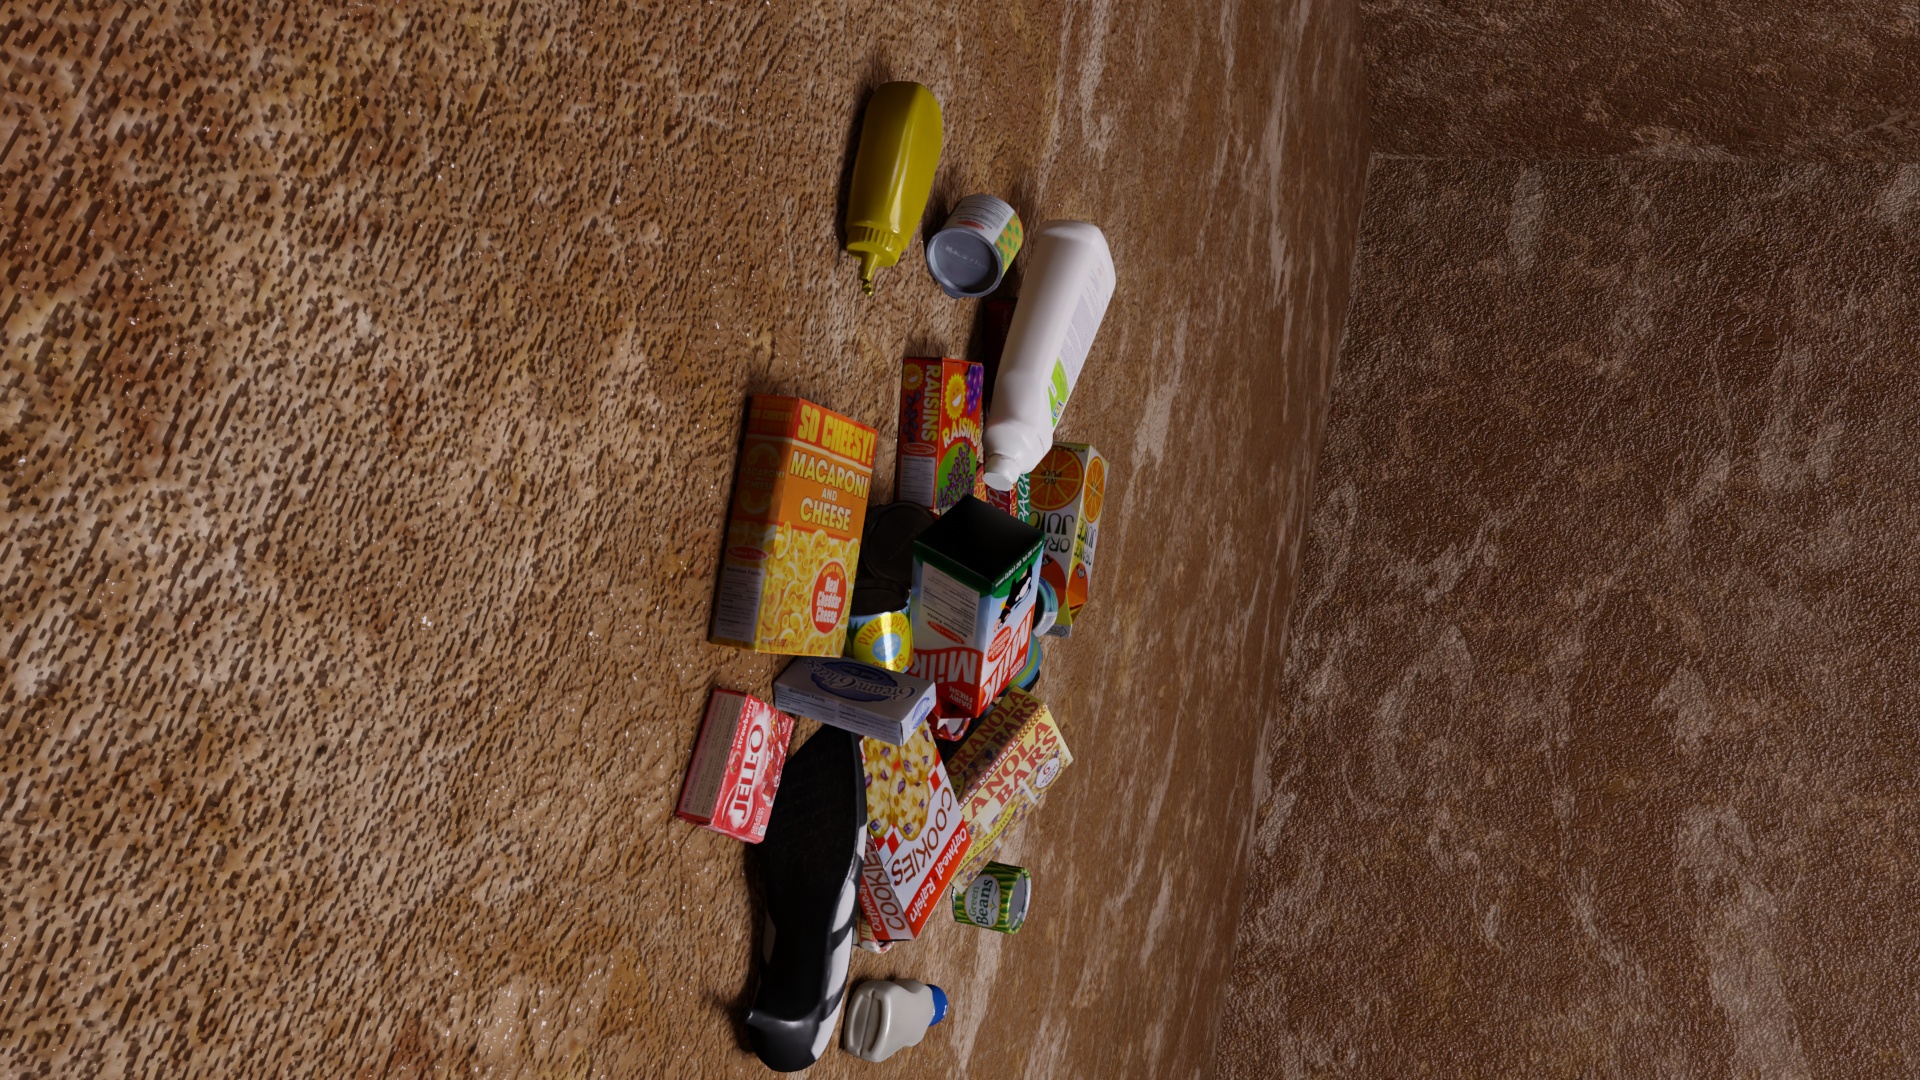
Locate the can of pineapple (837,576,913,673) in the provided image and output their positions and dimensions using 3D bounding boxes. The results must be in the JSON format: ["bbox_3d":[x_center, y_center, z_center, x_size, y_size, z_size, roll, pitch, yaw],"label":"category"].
[{"bbox_3d":[-0.068,0.067,1.037,0.071,0.071,0.057,-45,136,-57],"label":"can of pineapple"}]

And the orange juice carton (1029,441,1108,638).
[{"bbox_3d":[0.093,0.000,1.408,0.073,0.072,0.193,31,67,-65],"label":"orange juice carton"}]

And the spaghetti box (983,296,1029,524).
[{"bbox_3d":[0.044,-0.103,1.315,0.050,0.029,0.249,-34,127,-61],"label":"spaghetti box"}]

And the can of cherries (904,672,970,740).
[{"bbox_3d":[-0.027,0.134,1.169,0.071,0.058,0.071,5,91,-68],"label":"can of cherries"}]

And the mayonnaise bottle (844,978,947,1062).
[{"bbox_3d":[-0.053,0.412,1.211,0.148,0.041,0.065,32,69,-67],"label":"mayonnaise bottle"}]

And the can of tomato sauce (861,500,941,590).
[{"bbox_3d":[-0.034,0.008,1.113,0.083,0.071,0.071,27,71,-67],"label":"can of tomato sauce"}]

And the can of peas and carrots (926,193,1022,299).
[{"bbox_3d":[0.012,-0.243,1.151,0.059,0.071,0.070,-63,150,-42],"label":"can of peas and carrots"}]

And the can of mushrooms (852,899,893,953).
[{"bbox_3d":[-0.072,0.303,1.140,0.071,0.033,0.071,7,91,-68],"label":"can of mushrooms"}]

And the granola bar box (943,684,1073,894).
[{"bbox_3d":[0.024,0.226,1.262,0.166,0.039,0.123,-48,145,-15],"label":"granola bar box"}]

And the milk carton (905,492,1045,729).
[{"bbox_3d":[0.008,0.065,1.074,0.073,0.073,0.189,-42,150,-39],"label":"milk carton"}]

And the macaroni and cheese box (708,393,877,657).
[{"bbox_3d":[-0.111,-0.006,0.949,0.124,0.040,0.166,18,80,-67],"label":"macaroni and cheese box"}]

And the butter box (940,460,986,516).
[{"bbox_3d":[0.004,-0.016,1.249,0.053,0.024,0.103,-50,140,-53],"label":"butter box"}]

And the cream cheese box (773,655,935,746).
[{"bbox_3d":[-0.075,0.110,0.986,0.054,0.104,0.024,-49,147,-52],"label":"cream cheese box"}]

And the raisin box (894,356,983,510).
[{"bbox_3d":[-0.017,-0.090,1.157,0.086,0.040,0.123,-9,103,-66],"label":"raisin box"}]

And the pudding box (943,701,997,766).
[{"bbox_3d":[0.011,0.190,1.315,0.049,0.030,0.084,46,54,-63],"label":"pudding box"}]

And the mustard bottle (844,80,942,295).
[{"bbox_3d":[-0.054,-0.252,1.009,0.065,0.049,0.160,44,57,-63],"label":"mustard bottle"}]

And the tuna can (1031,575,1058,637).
[{"bbox_3d":[0.057,0.062,1.349,0.033,0.071,0.071,6,91,-67],"label":"tuna can"}]

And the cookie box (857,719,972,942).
[{"bbox_3d":[-0.054,0.213,1.103,0.123,0.040,0.167,-50,126,-54],"label":"cookie box"}]

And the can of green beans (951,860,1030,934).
[{"bbox_3d":[0.032,0.352,1.375,0.071,0.058,0.071,6,91,-68],"label":"can of green beans"}]
